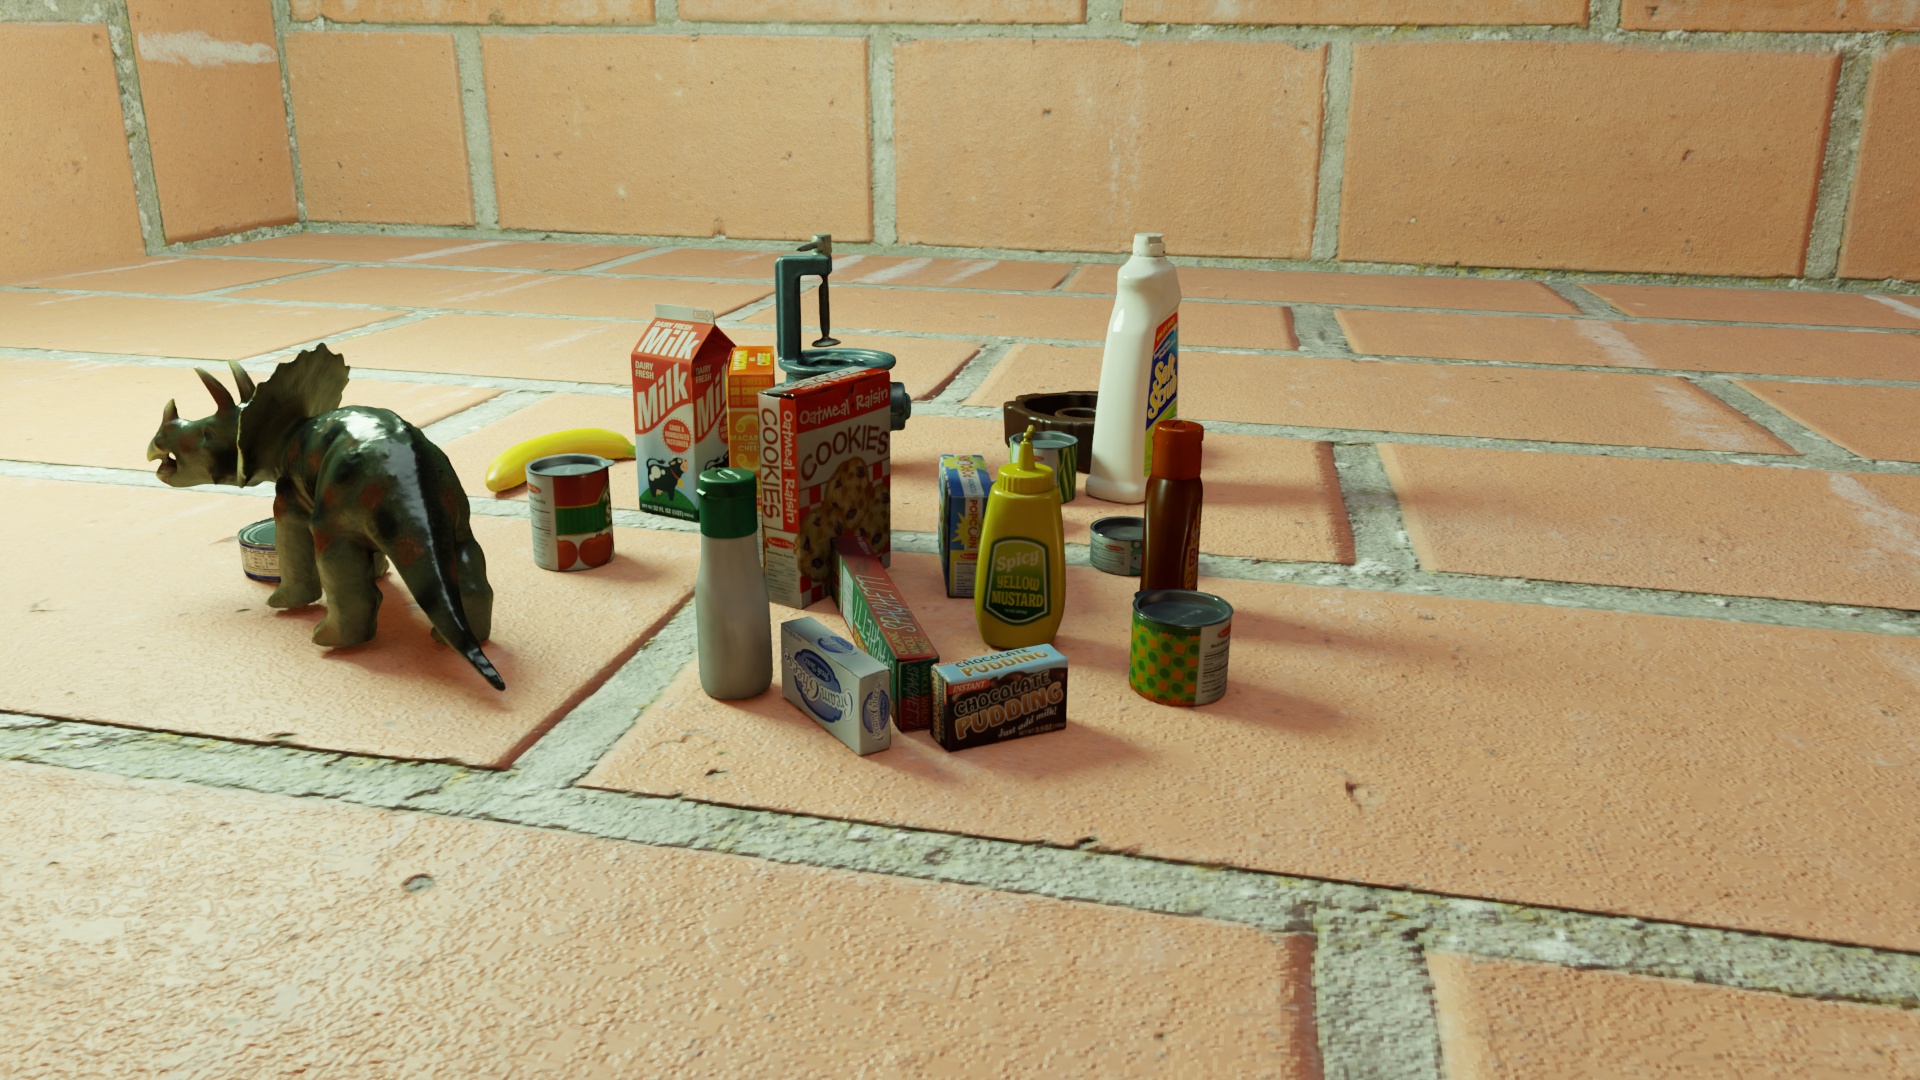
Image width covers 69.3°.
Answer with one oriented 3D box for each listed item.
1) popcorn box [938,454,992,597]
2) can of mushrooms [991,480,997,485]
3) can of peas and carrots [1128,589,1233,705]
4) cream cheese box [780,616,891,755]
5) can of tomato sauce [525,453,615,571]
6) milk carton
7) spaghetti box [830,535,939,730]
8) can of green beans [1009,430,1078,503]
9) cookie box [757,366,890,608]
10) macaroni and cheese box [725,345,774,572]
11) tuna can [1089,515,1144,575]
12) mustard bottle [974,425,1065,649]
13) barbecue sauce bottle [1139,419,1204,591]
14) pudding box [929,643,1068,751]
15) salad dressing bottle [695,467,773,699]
[{"bbox_3d":[0.004,-0.014,1.133,0.038,0.085,0.127,-1,18,-4],"label":"popcorn box"},{"bbox_3d":[0.046,-0.031,1.267,0.071,0.033,0.071,1,18,0],"label":"can of mushrooms"},{"bbox_3d":[0.144,0.070,0.926,0.071,0.058,0.071,1,18,0],"label":"can of peas and carrots"},{"bbox_3d":[-0.079,0.089,0.867,0.024,0.053,0.104,-11,22,-32],"label":"cream cheese box"},{"bbox_3d":[-0.321,-0.024,1.152,0.071,0.082,0.071,1,18,0],"label":"can of tomato sauce"},{"bbox_3d":[-0.251,-0.121,1.278,0.072,0.189,0.074,10,20,27],"label":"milk carton"},{"bbox_3d":[-0.057,0.057,0.969,0.029,0.050,0.251,-4,19,-14],"label":"spaghetti box"},{"bbox_3d":[0.080,-0.071,1.350,0.071,0.057,0.071,1,18,0],"label":"can of green beans"},{"bbox_3d":[-0.103,-0.045,1.091,0.040,0.166,0.123,11,21,30],"label":"cookie box"},{"bbox_3d":[-0.174,-0.071,1.168,0.040,0.165,0.124,-2,18,-7],"label":"macaroni and cheese box"},{"bbox_3d":[0.143,0.004,1.167,0.071,0.032,0.071,1,18,0],"label":"tuna can"},{"bbox_3d":[0.043,-0.003,0.981,0.065,0.159,0.049,3,18,7],"label":"mustard bottle"},{"bbox_3d":[0.159,-0.015,1.040,0.044,0.148,0.065,6,19,16],"label":"barbecue sauce bottle"},{"bbox_3d":[0.024,0.096,0.857,0.084,0.049,0.030,-8,20,-24],"label":"pudding box"},{"bbox_3d":[-0.148,0.028,0.900,0.044,0.147,0.064,-11,21,-32],"label":"salad dressing bottle"}]
